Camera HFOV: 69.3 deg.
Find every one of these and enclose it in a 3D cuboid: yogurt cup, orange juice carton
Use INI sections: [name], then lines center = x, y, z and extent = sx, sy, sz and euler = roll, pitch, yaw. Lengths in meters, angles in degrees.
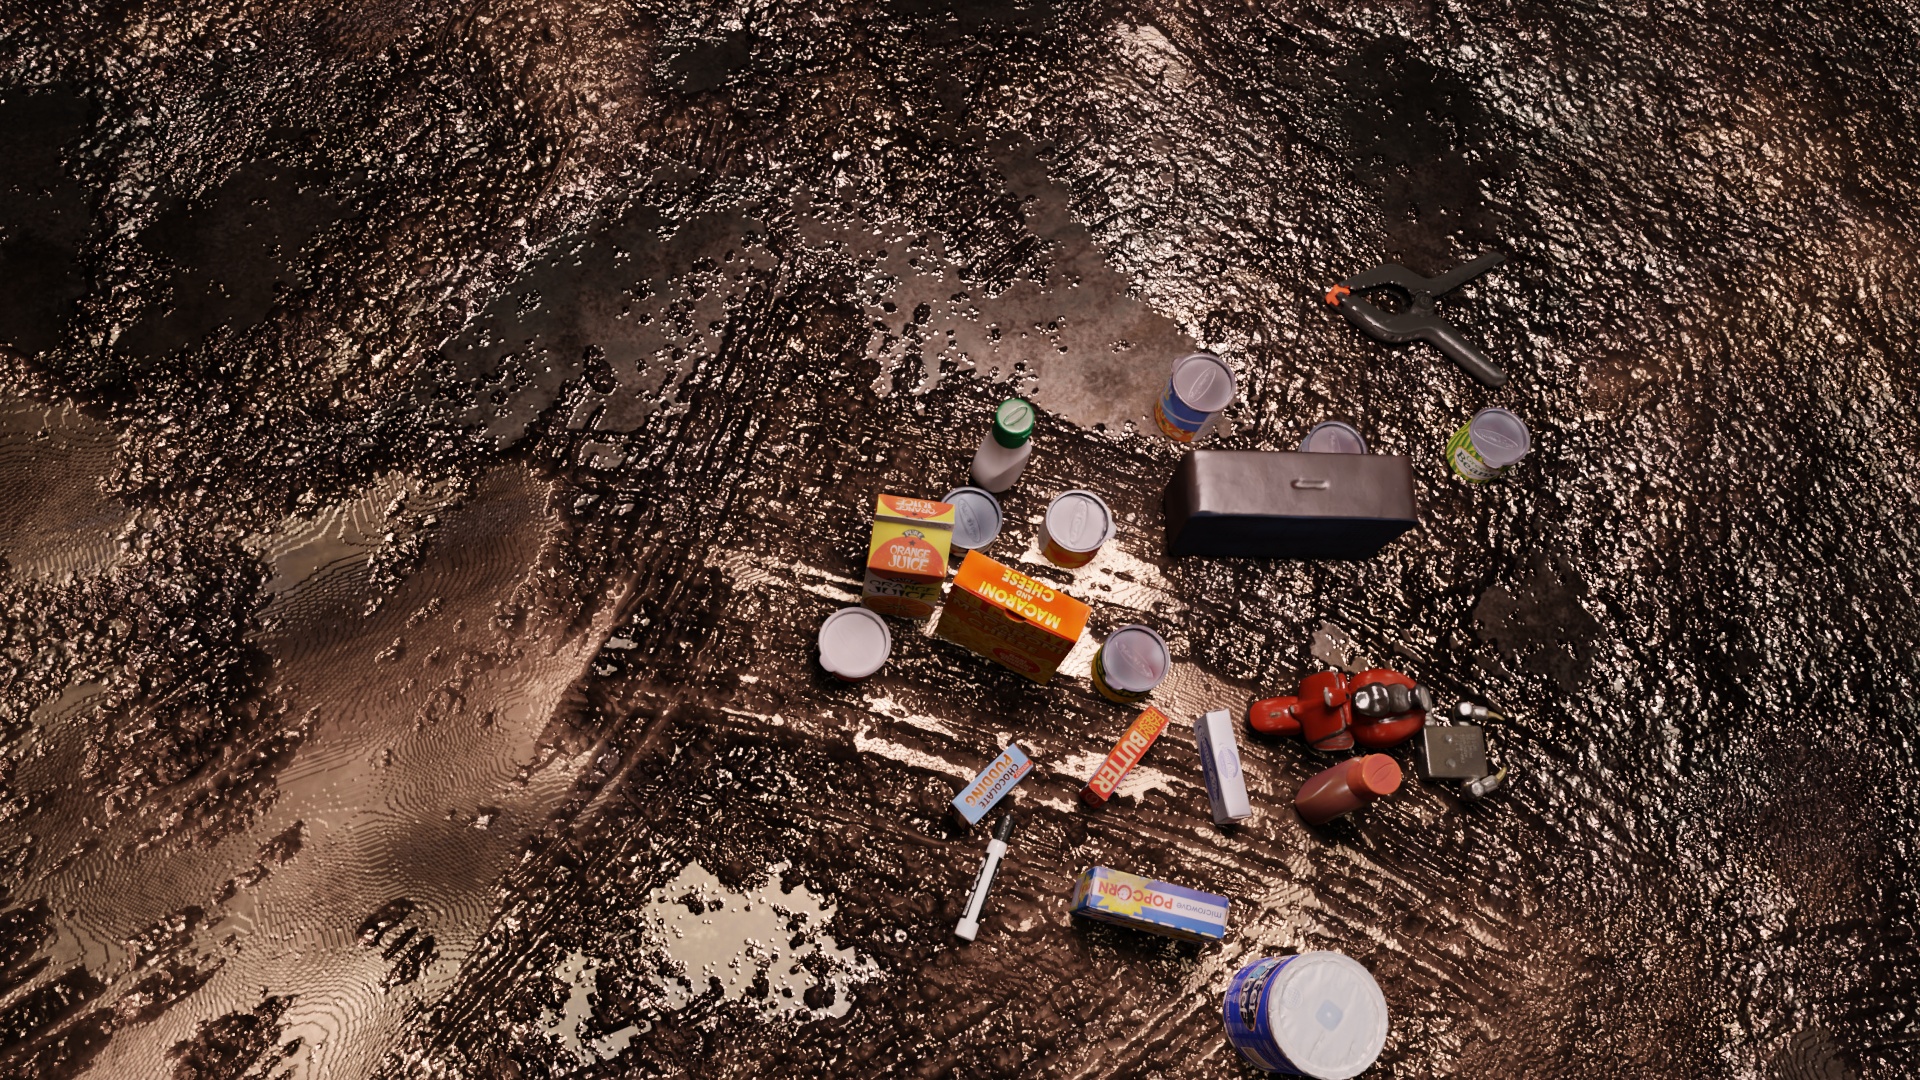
[yogurt cup]
center = -0.102, 0.103, 1.329
extent = 0.072, 0.053, 0.072
euler = 2, 71, -6
[orange juice carton]
center = -0.050, 0.012, 1.294
extent = 0.072, 0.192, 0.073
euler = 9, 71, -4

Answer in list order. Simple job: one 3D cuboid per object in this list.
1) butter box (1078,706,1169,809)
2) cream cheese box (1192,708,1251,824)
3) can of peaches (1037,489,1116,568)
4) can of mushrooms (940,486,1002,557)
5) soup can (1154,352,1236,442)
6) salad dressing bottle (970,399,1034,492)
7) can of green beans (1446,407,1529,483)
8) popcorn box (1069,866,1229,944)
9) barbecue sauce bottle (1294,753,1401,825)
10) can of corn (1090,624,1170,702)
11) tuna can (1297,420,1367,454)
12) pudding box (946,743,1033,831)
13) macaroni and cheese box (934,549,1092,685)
[butter box]
center = 0.155, 0.206, 1.324
extent = 0.024, 0.053, 0.104
euler = 39, 71, 7
[cream cheese box]
center = 0.250, 0.218, 1.332
extent = 0.024, 0.053, 0.104
euler = -7, 72, -9
[can of peaches]
center = 0.116, -0.010, 1.393
extent = 0.071, 0.058, 0.071
euler = 2, 71, -6
[can of mushrooms]
center = 0.005, -0.017, 1.395
extent = 0.071, 0.033, 0.071
euler = 2, 71, -6
[soup can]
center = 0.240, -0.149, 1.443
extent = 0.071, 0.083, 0.071
euler = 2, 71, -6
[salad dressing bottle]
center = 0.044, -0.093, 1.366
extent = 0.064, 0.147, 0.044
euler = -37, 79, -17
[can of green beans]
center = 0.560, -0.100, 1.478
extent = 0.071, 0.057, 0.071
euler = 2, 71, -6
[popcorn box]
center = 0.171, 0.333, 1.265
extent = 0.127, 0.085, 0.038
euler = 14, 70, -2
[barbecue sauce bottle]
center = 0.363, 0.228, 1.291
extent = 0.065, 0.148, 0.044
euler = -35, 79, -16
[can of corn]
center = 0.163, 0.123, 1.352
extent = 0.071, 0.058, 0.071
euler = 2, 71, -6
[tuna can]
center = 0.389, -0.090, 1.467
extent = 0.071, 0.032, 0.071
euler = 2, 71, -6
[pudding box]
center = 0.028, 0.232, 1.302
extent = 0.084, 0.049, 0.030
euler = -41, 80, -18
[macaroni and cheese box]
center = 0.046, 0.076, 1.297
extent = 0.124, 0.166, 0.040
euler = 26, 70, 2
